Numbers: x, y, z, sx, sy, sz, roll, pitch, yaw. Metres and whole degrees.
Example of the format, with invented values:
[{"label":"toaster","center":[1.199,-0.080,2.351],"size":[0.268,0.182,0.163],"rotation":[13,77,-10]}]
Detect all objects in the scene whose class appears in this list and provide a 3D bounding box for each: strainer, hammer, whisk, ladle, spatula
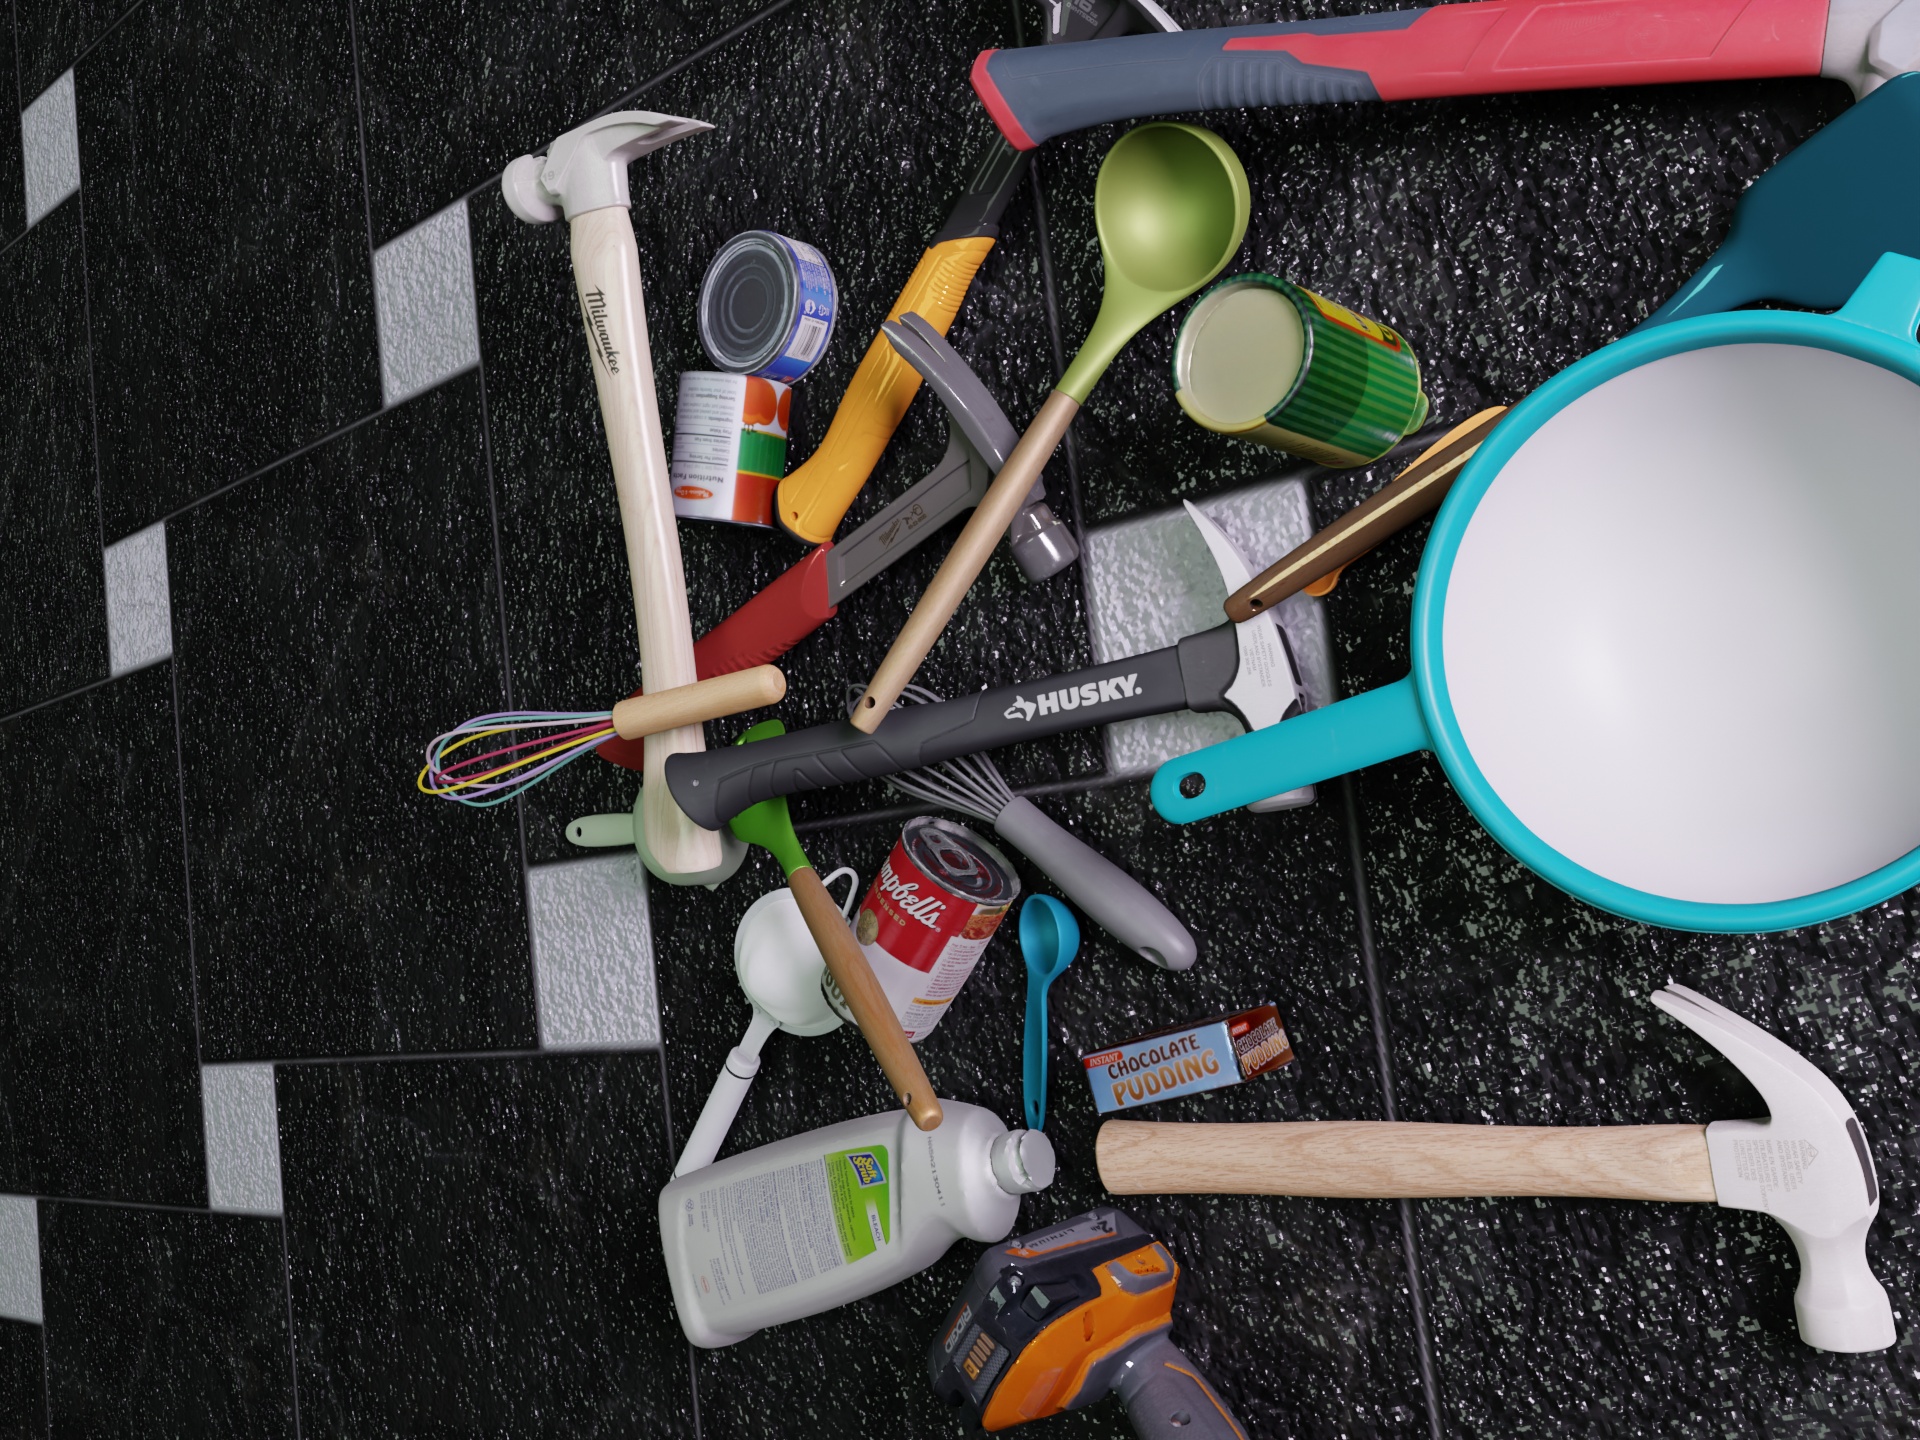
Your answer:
[{"label":"strainer","center":[0.233,-0.013,0.611],"size":[0.340,0.095,0.211],"rotation":[-22,73,39]},{"label":"hammer","center":[0.199,0.184,0.674],"size":[0.331,0.031,0.130],"rotation":[-11,83,38]},{"label":"hammer","center":[-0.004,-0.226,0.832],"size":[0.127,0.034,0.336],"rotation":[43,118,19]},{"label":"whisk","center":[-0.203,0.008,0.875],"size":[0.245,0.047,0.051],"rotation":[-13,95,24]},{"label":"hammer","center":[-0.001,-0.002,0.782],"size":[0.335,0.035,0.146],"rotation":[-12,80,23]},{"label":"strainer","center":[-0.124,0.195,0.929],"size":[0.087,0.050,0.258],"rotation":[34,114,18]},{"label":"whisk","center":[0.025,0.051,0.807],"size":[0.239,0.055,0.055],"rotation":[38,112,27]},{"label":"hammer","center":[-0.102,-0.069,0.891],"size":[0.359,0.037,0.149],"rotation":[-31,96,38]},{"label":"ladle","center":[0.032,-0.133,0.747],"size":[0.078,0.062,0.320],"rotation":[34,94,23]},{"label":"hammer","center":[-0.168,-0.118,0.879],"size":[0.146,0.038,0.410],"rotation":[-2,98,41]},{"label":"spatula","center":[0.233,-0.121,0.624],"size":[0.317,0.044,0.082],"rotation":[-34,111,28]},{"label":"hammer","center":[0.183,-0.285,0.643],"size":[0.386,0.038,0.143],"rotation":[8,93,27]}]

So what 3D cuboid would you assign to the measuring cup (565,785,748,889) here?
[{"label":"measuring cup","center":[-0.202,0.067,0.989],"size":[0.167,0.038,0.083],"rotation":[-6,86,36]}]

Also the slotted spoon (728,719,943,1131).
[{"label":"slotted spoon","center":[-0.073,0.095,0.824],"size":[0.070,0.031,0.314],"rotation":[-61,36,20]}]

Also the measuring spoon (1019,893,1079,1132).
[{"label":"measuring spoon","center":[0.047,0.150,0.808],"size":[0.042,0.021,0.128],"rotation":[24,115,61]}]

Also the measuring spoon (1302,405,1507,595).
[{"label":"measuring spoon","center":[0.195,-0.095,0.696],"size":[0.117,0.011,0.021],"rotation":[-43,63,26]}]

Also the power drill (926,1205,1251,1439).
[{"label":"power drill","center":[0.090,0.323,0.677],"size":[0.227,0.164,0.084],"rotation":[40,114,34]}]
